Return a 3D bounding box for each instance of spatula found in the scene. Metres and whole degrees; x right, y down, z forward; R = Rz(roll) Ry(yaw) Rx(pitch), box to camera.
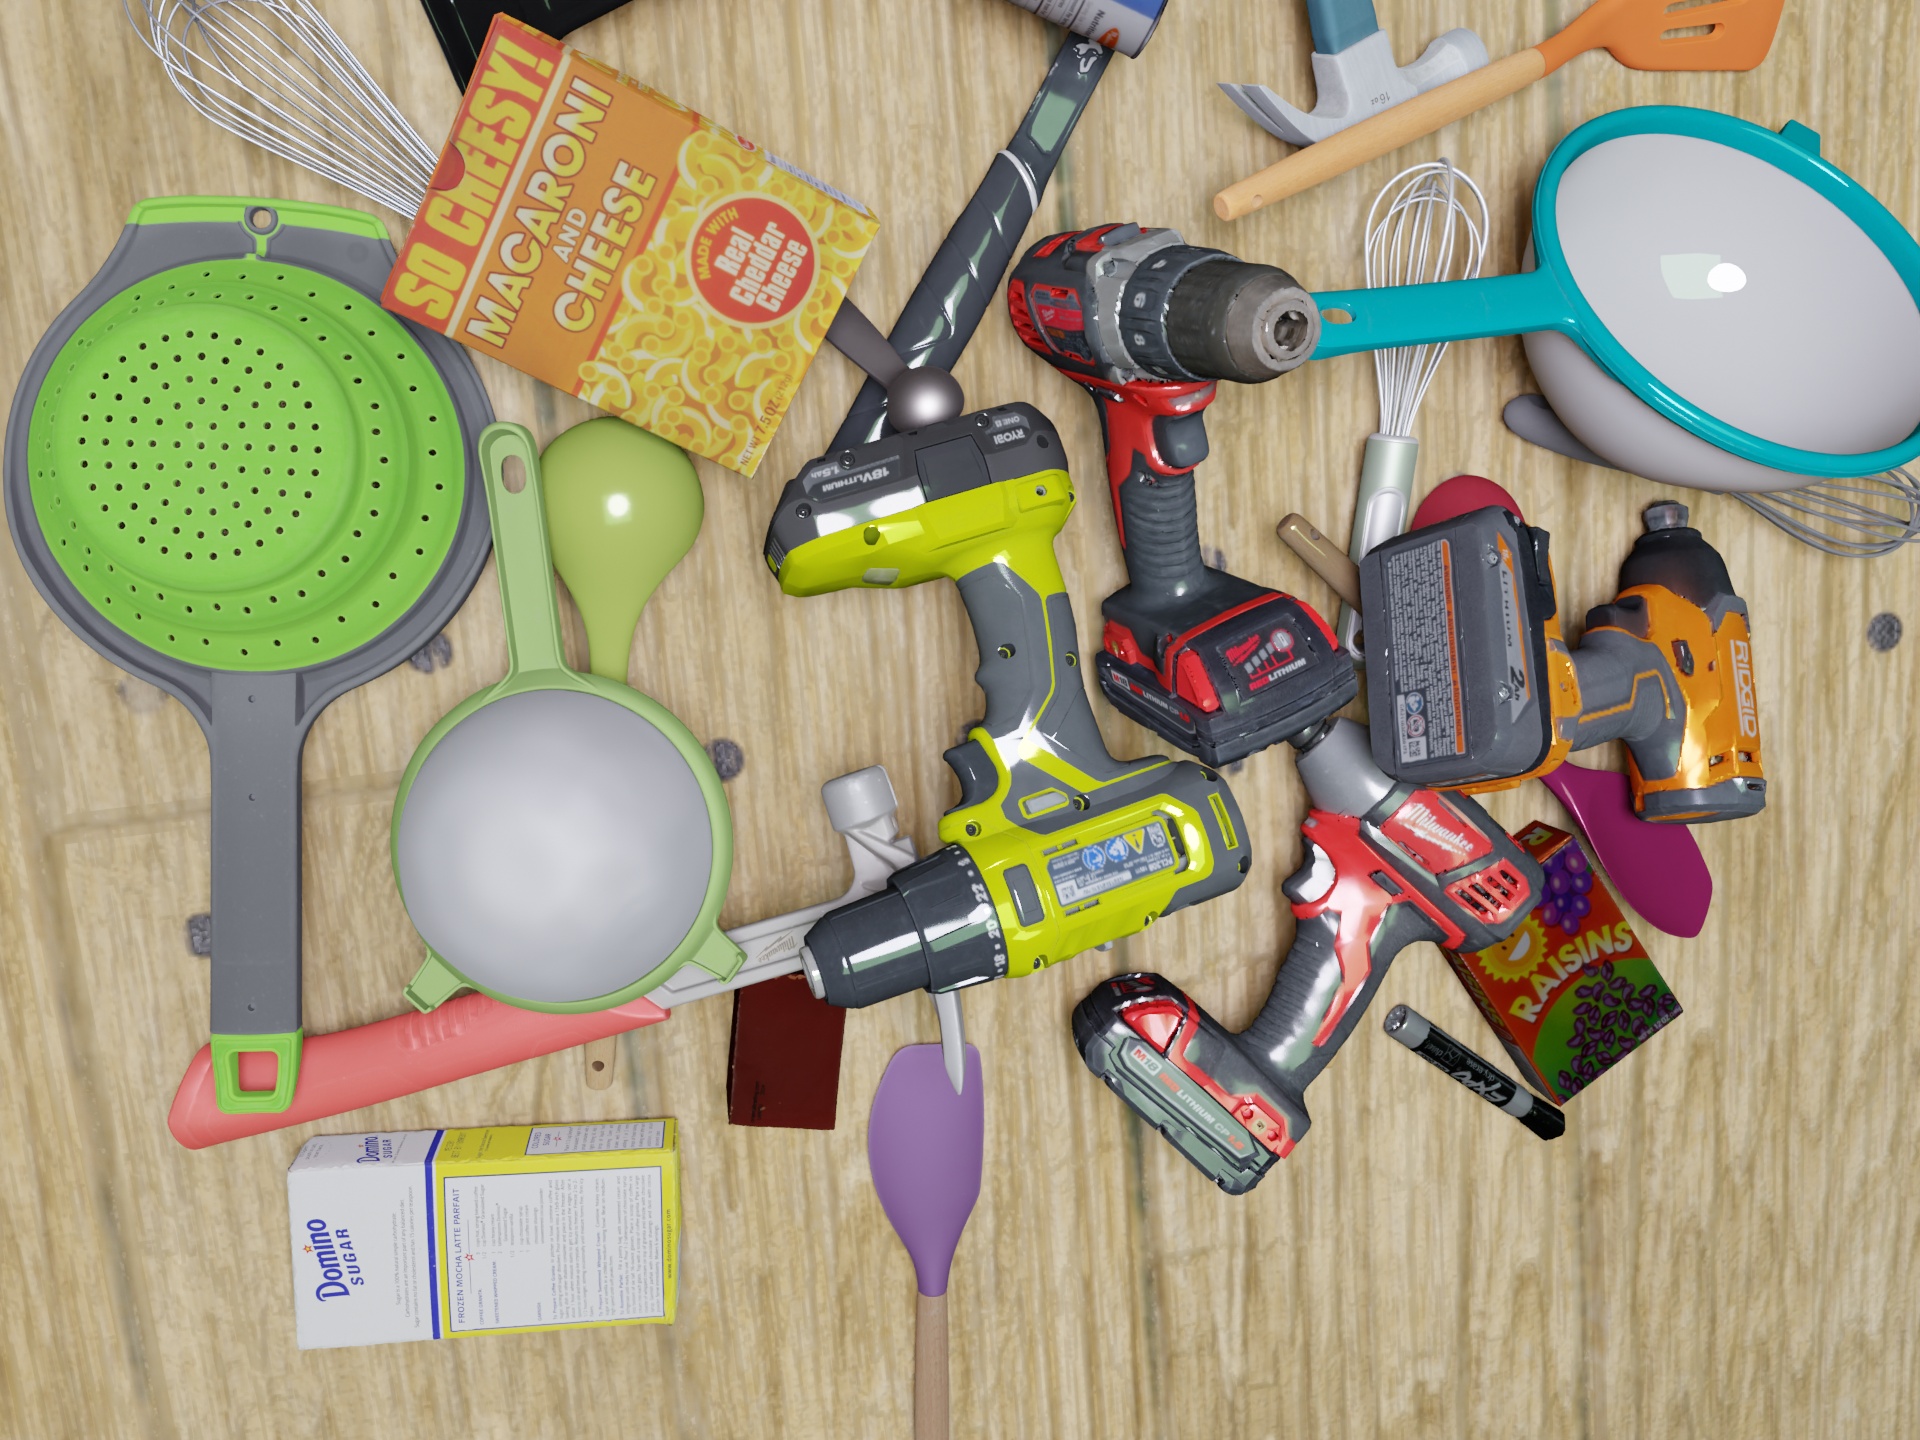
[{"bbox_3d":[-0.017,0.319,0.823,0.059,0.018,0.316,-2,98,-9],"label":"spatula"},{"bbox_3d":[0.252,-0.291,0.730,0.322,0.041,0.080,-29,137,-17],"label":"spatula"}]

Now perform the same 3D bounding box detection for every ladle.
[{"bbox_3d":[0.228,0.031,0.815,0.069,0.031,0.315,12,99,-13],"label":"ladle"},{"bbox_3d":[-0.164,0.021,0.742,0.078,0.062,0.320,3,106,-7],"label":"ladle"}]

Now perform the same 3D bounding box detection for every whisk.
[{"bbox_3d":[0.387,-0.129,0.807,0.239,0.055,0.055,14,97,-7],"label":"whisk"},{"bbox_3d":[0.212,-0.144,0.772,0.058,0.059,0.246,6,103,-1],"label":"whisk"},{"bbox_3d":[-0.222,-0.220,0.679,0.284,0.070,0.070,38,91,-18],"label":"whisk"}]

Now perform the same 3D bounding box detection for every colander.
[{"bbox_3d":[-0.299,-0.025,0.654,0.204,0.094,0.397,1,92,-10],"label":"colander"}]

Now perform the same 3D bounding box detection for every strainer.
[{"bbox_3d":[-0.180,0.003,0.658,0.151,0.069,0.256,-6,95,4],"label":"strainer"},{"bbox_3d":[0.285,-0.169,0.727,0.340,0.095,0.211,-9,66,-17],"label":"strainer"}]

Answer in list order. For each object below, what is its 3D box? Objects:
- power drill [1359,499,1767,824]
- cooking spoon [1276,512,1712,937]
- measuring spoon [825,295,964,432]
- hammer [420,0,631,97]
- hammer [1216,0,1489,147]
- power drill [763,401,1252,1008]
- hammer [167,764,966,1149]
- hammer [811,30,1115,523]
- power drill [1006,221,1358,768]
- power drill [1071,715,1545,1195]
[{"bbox_3d":[0.295,-0.037,0.755,0.226,0.084,0.164,6,77,-33],"label":"power drill"},{"bbox_3d":[0.271,0.003,0.790,0.318,0.017,0.069,39,62,-16],"label":"cooking spoon"},{"bbox_3d":[-0.044,-0.169,0.700,0.034,0.018,0.124,-39,64,-9],"label":"measuring spoon"},{"bbox_3d":[-0.062,-0.325,0.633,0.337,0.034,0.127,-18,104,19],"label":"hammer"},{"bbox_3d":[0.137,-0.398,0.663,0.128,0.033,0.330,-33,123,-12],"label":"hammer"},{"bbox_3d":[-0.001,-0.002,0.674,0.190,0.080,0.228,-18,84,-14],"label":"power drill"},{"bbox_3d":[-0.181,0.140,0.720,0.359,0.036,0.149,-17,90,4],"label":"hammer"},{"bbox_3d":[0.032,-0.267,0.726,0.149,0.036,0.409,28,94,-12],"label":"hammer"},{"bbox_3d":[0.102,-0.097,0.676,0.080,0.188,0.226,-25,116,-15],"label":"power drill"},{"bbox_3d":[0.161,0.106,0.776,0.143,0.078,0.219,43,92,-2],"label":"power drill"}]
